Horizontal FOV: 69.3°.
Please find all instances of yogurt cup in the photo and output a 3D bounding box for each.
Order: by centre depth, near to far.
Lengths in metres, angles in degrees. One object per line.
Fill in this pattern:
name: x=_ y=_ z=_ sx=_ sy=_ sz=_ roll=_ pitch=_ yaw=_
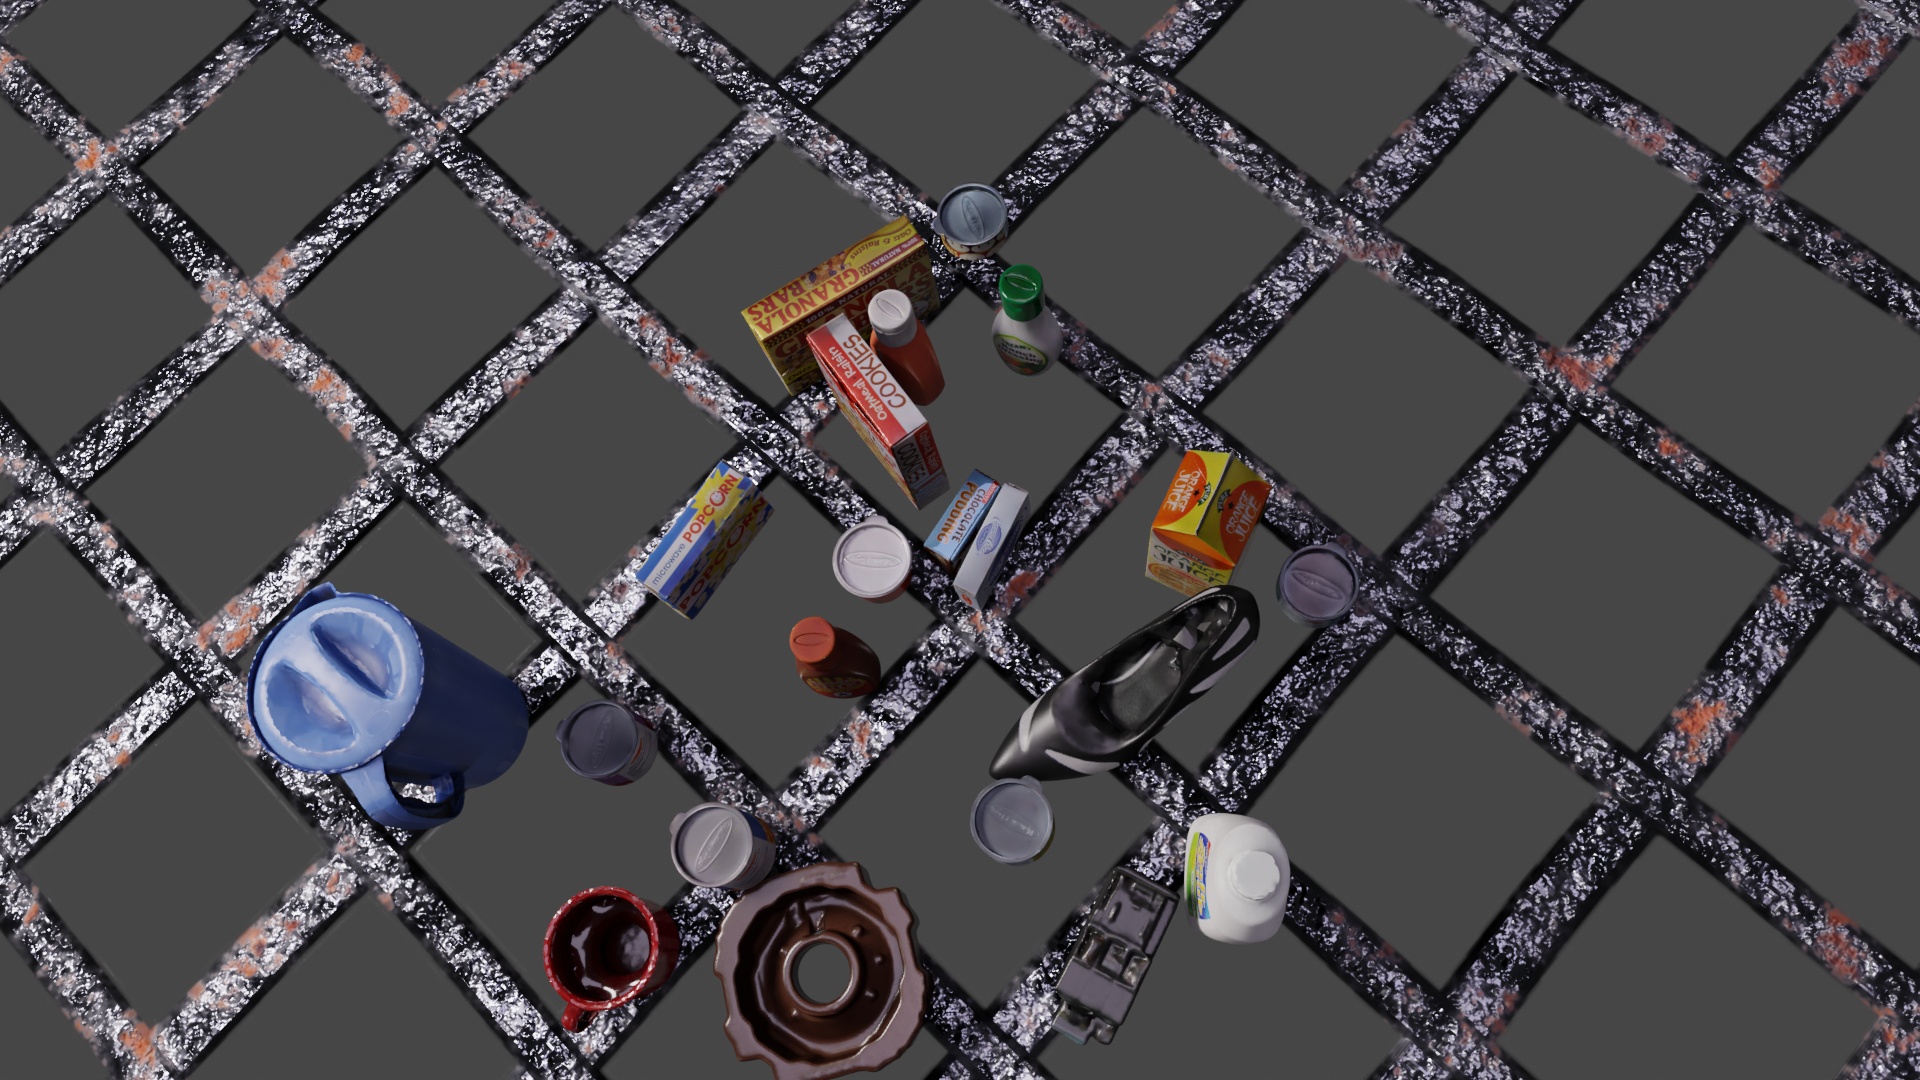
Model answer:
yogurt cup: x=-0.073 y=0.022 z=1.202 sx=0.072 sy=0.054 sz=0.072 roll=-2 pitch=73 yaw=5

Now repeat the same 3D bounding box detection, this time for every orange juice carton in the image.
orange juice carton: x=0.197 y=-0.011 z=1.113 sx=0.073 sy=0.192 sz=0.072 roll=25 pitch=78 yaw=12

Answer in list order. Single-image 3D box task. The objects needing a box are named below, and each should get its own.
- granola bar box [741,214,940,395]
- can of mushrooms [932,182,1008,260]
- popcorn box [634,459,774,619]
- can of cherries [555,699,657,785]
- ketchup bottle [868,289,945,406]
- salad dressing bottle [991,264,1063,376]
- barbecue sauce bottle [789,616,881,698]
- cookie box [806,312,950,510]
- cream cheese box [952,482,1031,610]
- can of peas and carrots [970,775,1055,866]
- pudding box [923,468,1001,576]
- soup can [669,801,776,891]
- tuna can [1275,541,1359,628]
granola bar box: x=-0.101 y=-0.206 z=1.239 sx=0.166 sy=0.124 sz=0.039 roll=-32 pitch=73 yaw=-4
can of mushrooms: x=0.010 y=-0.298 z=1.303 sx=0.071 sy=0.033 sz=0.071 roll=-2 pitch=73 yaw=5
popcorn box: x=-0.221 y=0.001 z=1.207 sx=0.038 sy=0.085 sz=0.127 roll=32 pitch=79 yaw=14
can of cherries: x=-0.299 y=0.171 z=1.177 sx=0.071 sy=0.058 sz=0.071 roll=-2 pitch=73 yaw=5
ketchup bottle: x=-0.051 y=-0.169 z=1.209 sx=0.065 sy=0.148 sz=0.043 roll=37 pitch=80 yaw=15
salad dressing bottle: x=0.056 y=-0.191 z=1.206 sx=0.064 sy=0.147 sz=0.044 roll=23 pitch=77 yaw=12
barbecue sauce bottle: x=-0.106 y=0.096 z=1.134 sx=0.065 sy=0.148 sz=0.044 roll=-3 pitch=73 yaw=5
cookie box: x=-0.068 y=-0.105 z=1.182 sx=0.040 sy=0.167 sz=0.123 roll=-36 pitch=73 yaw=-5
cream cheese box: x=0.028 y=0.006 z=1.198 sx=0.024 sy=0.053 sz=0.104 roll=24 pitch=77 yaw=12
can of peas and carrots: x=0.044 y=0.227 z=1.125 sx=0.071 sy=0.058 sz=0.071 roll=-2 pitch=73 yaw=5
pudding box: x=0.004 y=-0.015 z=1.208 sx=0.030 sy=0.049 sz=0.084 roll=30 pitch=78 yaw=14
soup can: x=-0.193 y=0.248 z=1.129 sx=0.071 sy=0.083 sz=0.071 roll=-2 pitch=73 yaw=5
tuna can: x=0.301 y=0.037 z=1.171 sx=0.071 sy=0.032 sz=0.071 roll=-2 pitch=73 yaw=5
